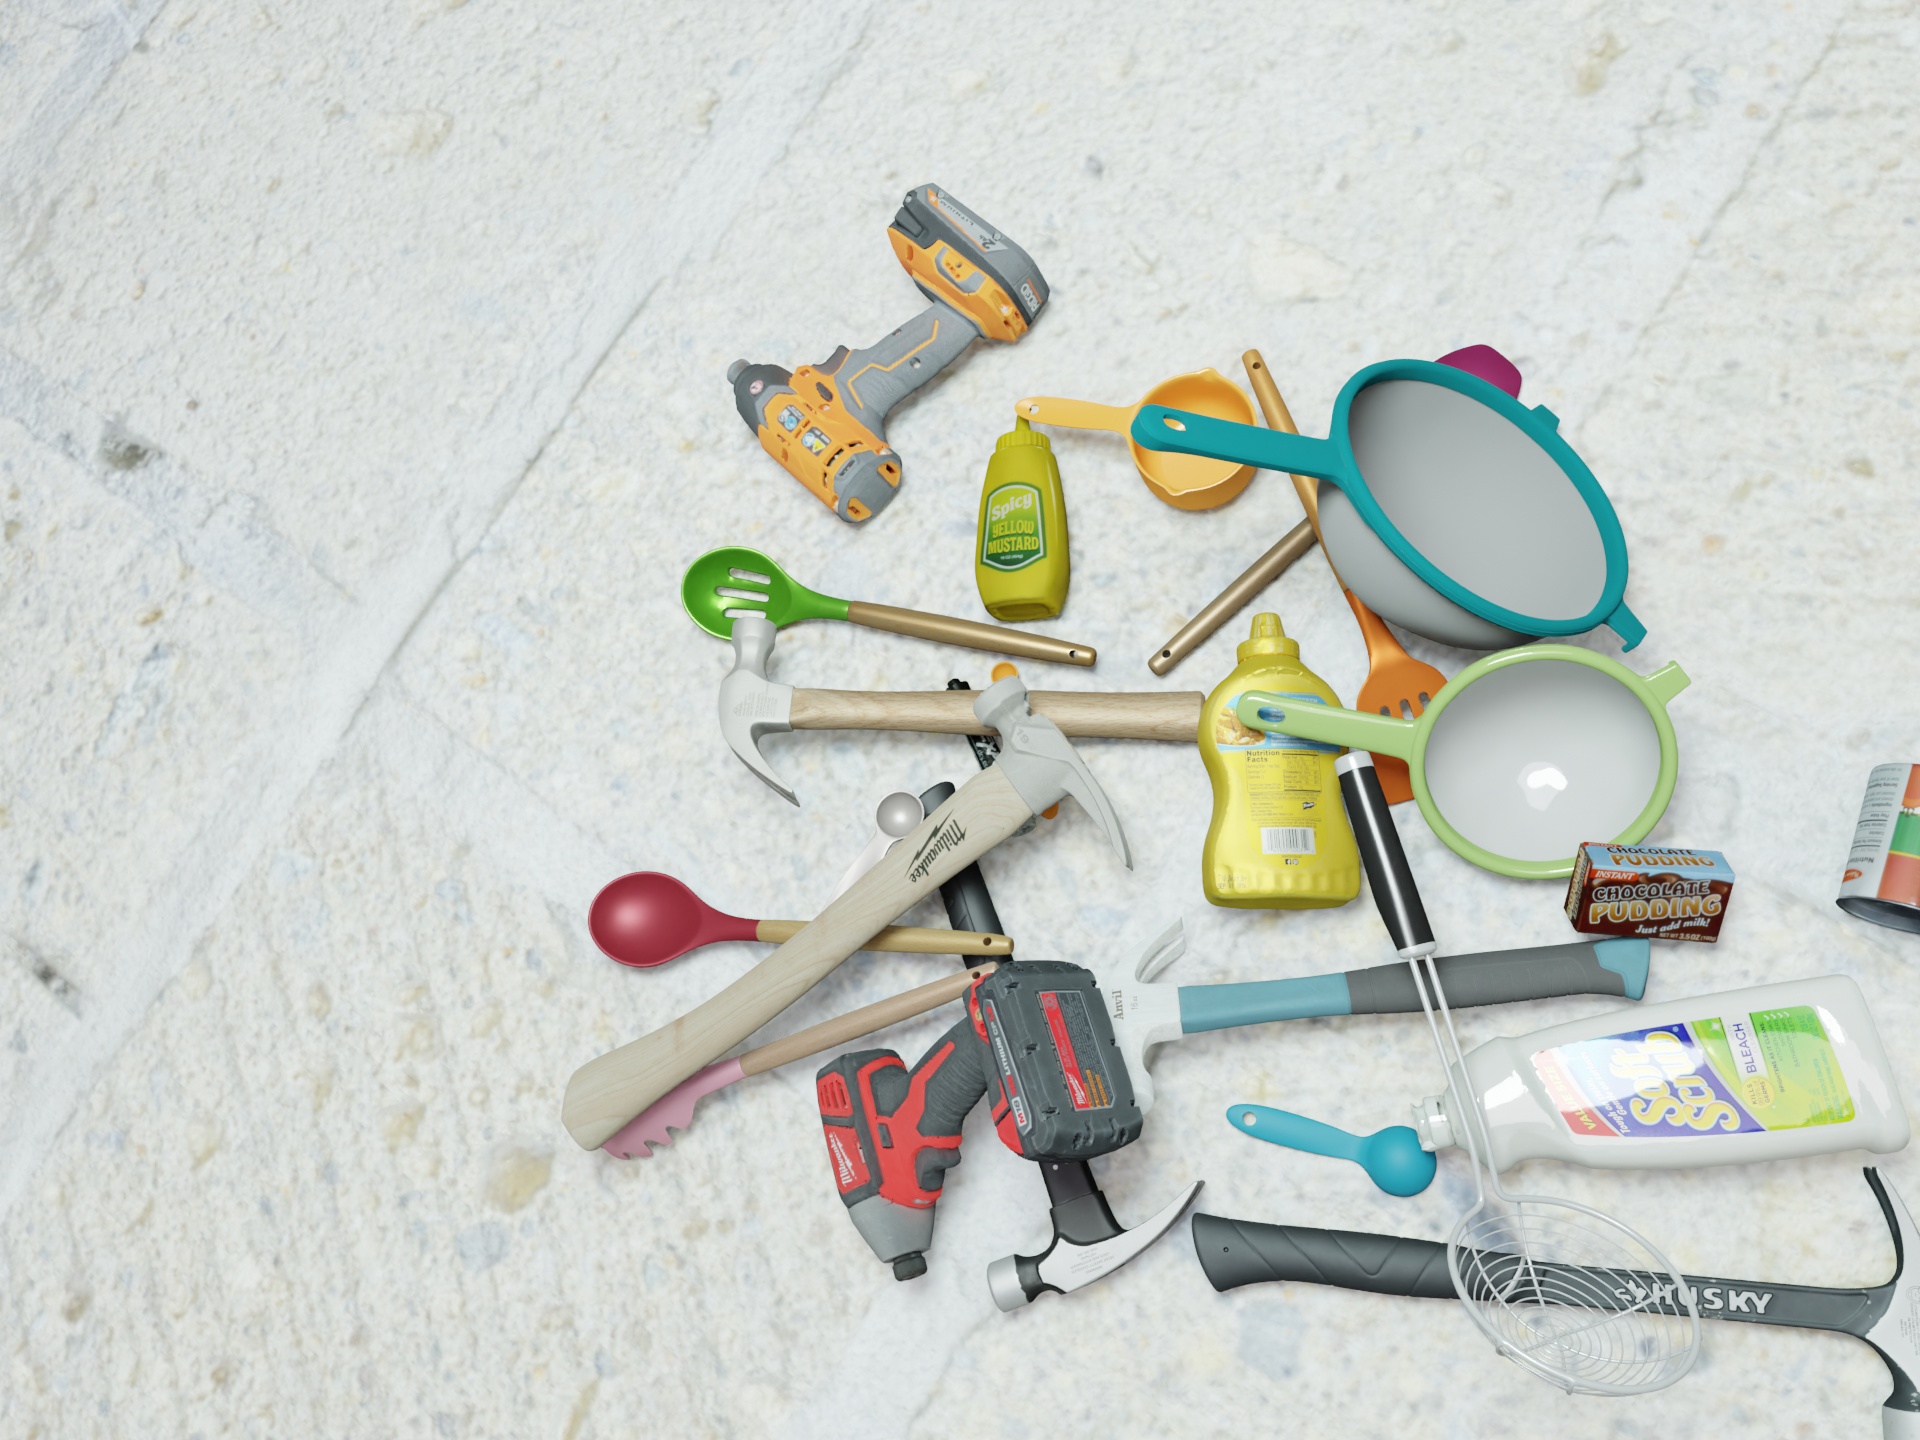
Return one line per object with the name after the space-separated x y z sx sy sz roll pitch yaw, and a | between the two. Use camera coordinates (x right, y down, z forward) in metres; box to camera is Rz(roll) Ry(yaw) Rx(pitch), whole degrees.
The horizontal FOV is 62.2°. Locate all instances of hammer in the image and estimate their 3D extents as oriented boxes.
0.337 0.318 0.915 0.409 0.036 0.149 1 74 16 | hammer
-0.002 -0.003 1.076 0.331 0.031 0.130 2 69 8 | hammer
-0.084 0.151 1.021 0.410 0.038 0.146 -38 71 5 | hammer
0.248 0.165 0.962 0.331 0.033 0.128 -7 41 7 | hammer
0.038 0.194 1.033 0.146 0.035 0.335 -24 70 9 | hammer

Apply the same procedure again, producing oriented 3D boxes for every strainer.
0.300 0.007 0.978 0.256 0.069 0.151 11 114 12 | strainer
0.241 -0.125 0.969 0.340 0.095 0.211 7 55 -21 | strainer

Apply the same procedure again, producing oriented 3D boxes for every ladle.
-0.112 0.142 1.075 0.315 0.031 0.069 1 69 23 | ladle

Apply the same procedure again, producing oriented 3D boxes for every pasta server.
-0.116 0.220 1.055 0.316 0.040 0.060 -23 69 12 | pasta server

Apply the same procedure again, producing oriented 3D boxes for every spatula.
0.249 -0.104 1.047 0.081 0.041 0.323 -21 72 6 | spatula

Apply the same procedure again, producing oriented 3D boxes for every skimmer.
0.288 0.178 0.874 0.127 0.090 0.363 -7 71 -22 | skimmer

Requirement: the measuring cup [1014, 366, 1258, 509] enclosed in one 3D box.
0.124 -0.198 1.109 0.174 0.052 0.095 13 79 20 | measuring cup

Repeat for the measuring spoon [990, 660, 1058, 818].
0.045 0.014 1.096 0.021 0.011 0.117 -19 74 6 | measuring spoon

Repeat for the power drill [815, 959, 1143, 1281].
0.000 0.243 0.962 0.219 0.078 0.143 -38 58 38 | power drill

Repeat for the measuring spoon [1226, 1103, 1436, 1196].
0.224 0.256 0.969 0.128 0.021 0.042 12 79 17 | measuring spoon

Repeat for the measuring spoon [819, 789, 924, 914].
-0.063 0.102 1.058 0.034 0.018 0.124 30 82 21 | measuring spoon

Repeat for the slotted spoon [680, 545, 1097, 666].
-0.054 -0.071 1.131 0.314 0.031 0.070 11 96 18 | slotted spoon

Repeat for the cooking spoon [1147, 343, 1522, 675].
0.249 -0.140 1.074 0.319 0.017 0.069 -42 69 1 | cooking spoon

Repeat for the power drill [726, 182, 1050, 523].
-0.063 -0.276 1.169 0.164 0.084 0.226 42 93 22 | power drill
